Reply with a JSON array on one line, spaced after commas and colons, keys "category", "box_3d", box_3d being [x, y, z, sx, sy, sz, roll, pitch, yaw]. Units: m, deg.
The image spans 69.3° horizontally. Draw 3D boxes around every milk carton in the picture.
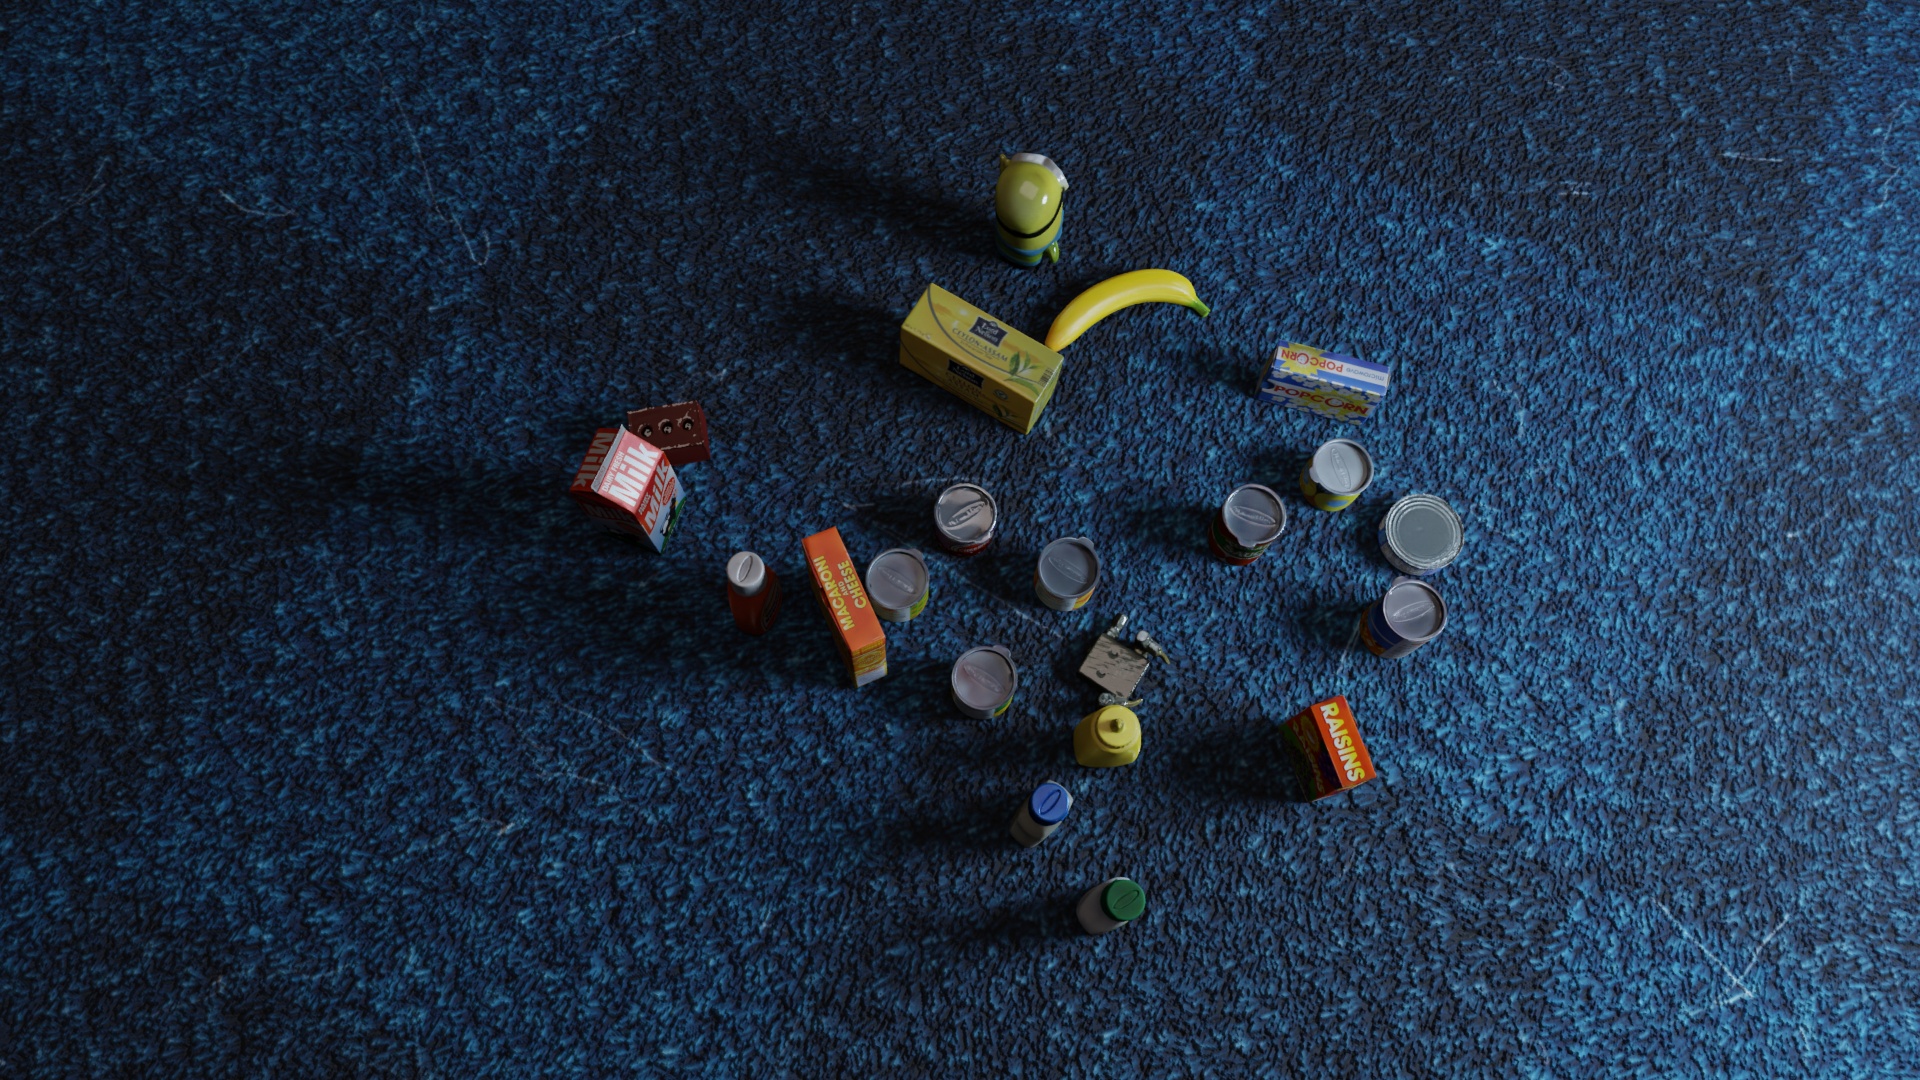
[{"category": "milk carton", "box_3d": [-0.338, -0.053, 1.407, 0.073, 0.190, 0.072, 19, 73, 4]}]

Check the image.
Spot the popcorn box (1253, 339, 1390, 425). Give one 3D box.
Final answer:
[{"category": "popcorn box", "box_3d": [0.397, -0.173, 1.530, 0.127, 0.085, 0.038, 15, 72, 3]}]

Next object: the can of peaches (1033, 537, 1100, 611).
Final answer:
[{"category": "can of peaches", "box_3d": [0.113, 0.035, 1.465, 0.071, 0.058, 0.071, 1, 72, -2]}]

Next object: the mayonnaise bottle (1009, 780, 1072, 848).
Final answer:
[{"category": "mayonnaise bottle", "box_3d": [0.080, 0.261, 1.342, 0.041, 0.147, 0.065, 39, 75, 10]}]

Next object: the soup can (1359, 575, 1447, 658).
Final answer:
[{"category": "soup can", "box_3d": [0.459, 0.081, 1.450, 0.071, 0.083, 0.071, 1, 72, -2]}]

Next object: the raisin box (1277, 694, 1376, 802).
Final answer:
[{"category": "raisin box", "box_3d": [0.364, 0.209, 1.383, 0.040, 0.123, 0.086, -16, 74, -7]}]

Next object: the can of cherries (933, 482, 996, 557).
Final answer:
[{"category": "can of cherries", "box_3d": [0.005, -0.019, 1.478, 0.071, 0.058, 0.071, 1, 72, -2]}]

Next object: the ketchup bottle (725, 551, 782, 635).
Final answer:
[{"category": "ketchup bottle", "box_3d": [-0.210, 0.049, 1.401, 0.043, 0.148, 0.065, 18, 73, 4]}]

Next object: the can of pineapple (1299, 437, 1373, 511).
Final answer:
[{"category": "can of pineapple", "box_3d": [0.406, -0.071, 1.511, 0.071, 0.057, 0.071, 1, 72, -2]}]

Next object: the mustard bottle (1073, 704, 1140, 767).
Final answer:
[{"category": "mustard bottle", "box_3d": [0.148, 0.190, 1.362, 0.065, 0.159, 0.049, -2, 73, -3]}]

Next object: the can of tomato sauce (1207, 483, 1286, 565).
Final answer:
[{"category": "can of tomato sauce", "box_3d": [0.302, -0.014, 1.475, 0.071, 0.083, 0.071, 1, 72, -2]}]

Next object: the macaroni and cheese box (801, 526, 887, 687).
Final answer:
[{"category": "macaroni and cheese box", "box_3d": [-0.115, 0.070, 1.388, 0.040, 0.166, 0.124, -23, 74, -9]}]

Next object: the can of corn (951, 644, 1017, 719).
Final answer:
[{"category": "can of corn", "box_3d": [0.025, 0.145, 1.426, 0.071, 0.058, 0.071, 1, 72, -2]}]

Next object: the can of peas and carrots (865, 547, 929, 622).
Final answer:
[{"category": "can of peas and carrots", "box_3d": [-0.065, 0.045, 1.455, 0.071, 0.058, 0.071, 1, 72, -2]}]

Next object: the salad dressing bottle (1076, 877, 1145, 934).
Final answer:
[{"category": "salad dressing bottle", "box_3d": [0.145, 0.345, 1.317, 0.064, 0.147, 0.044, -31, 76, -11]}]
